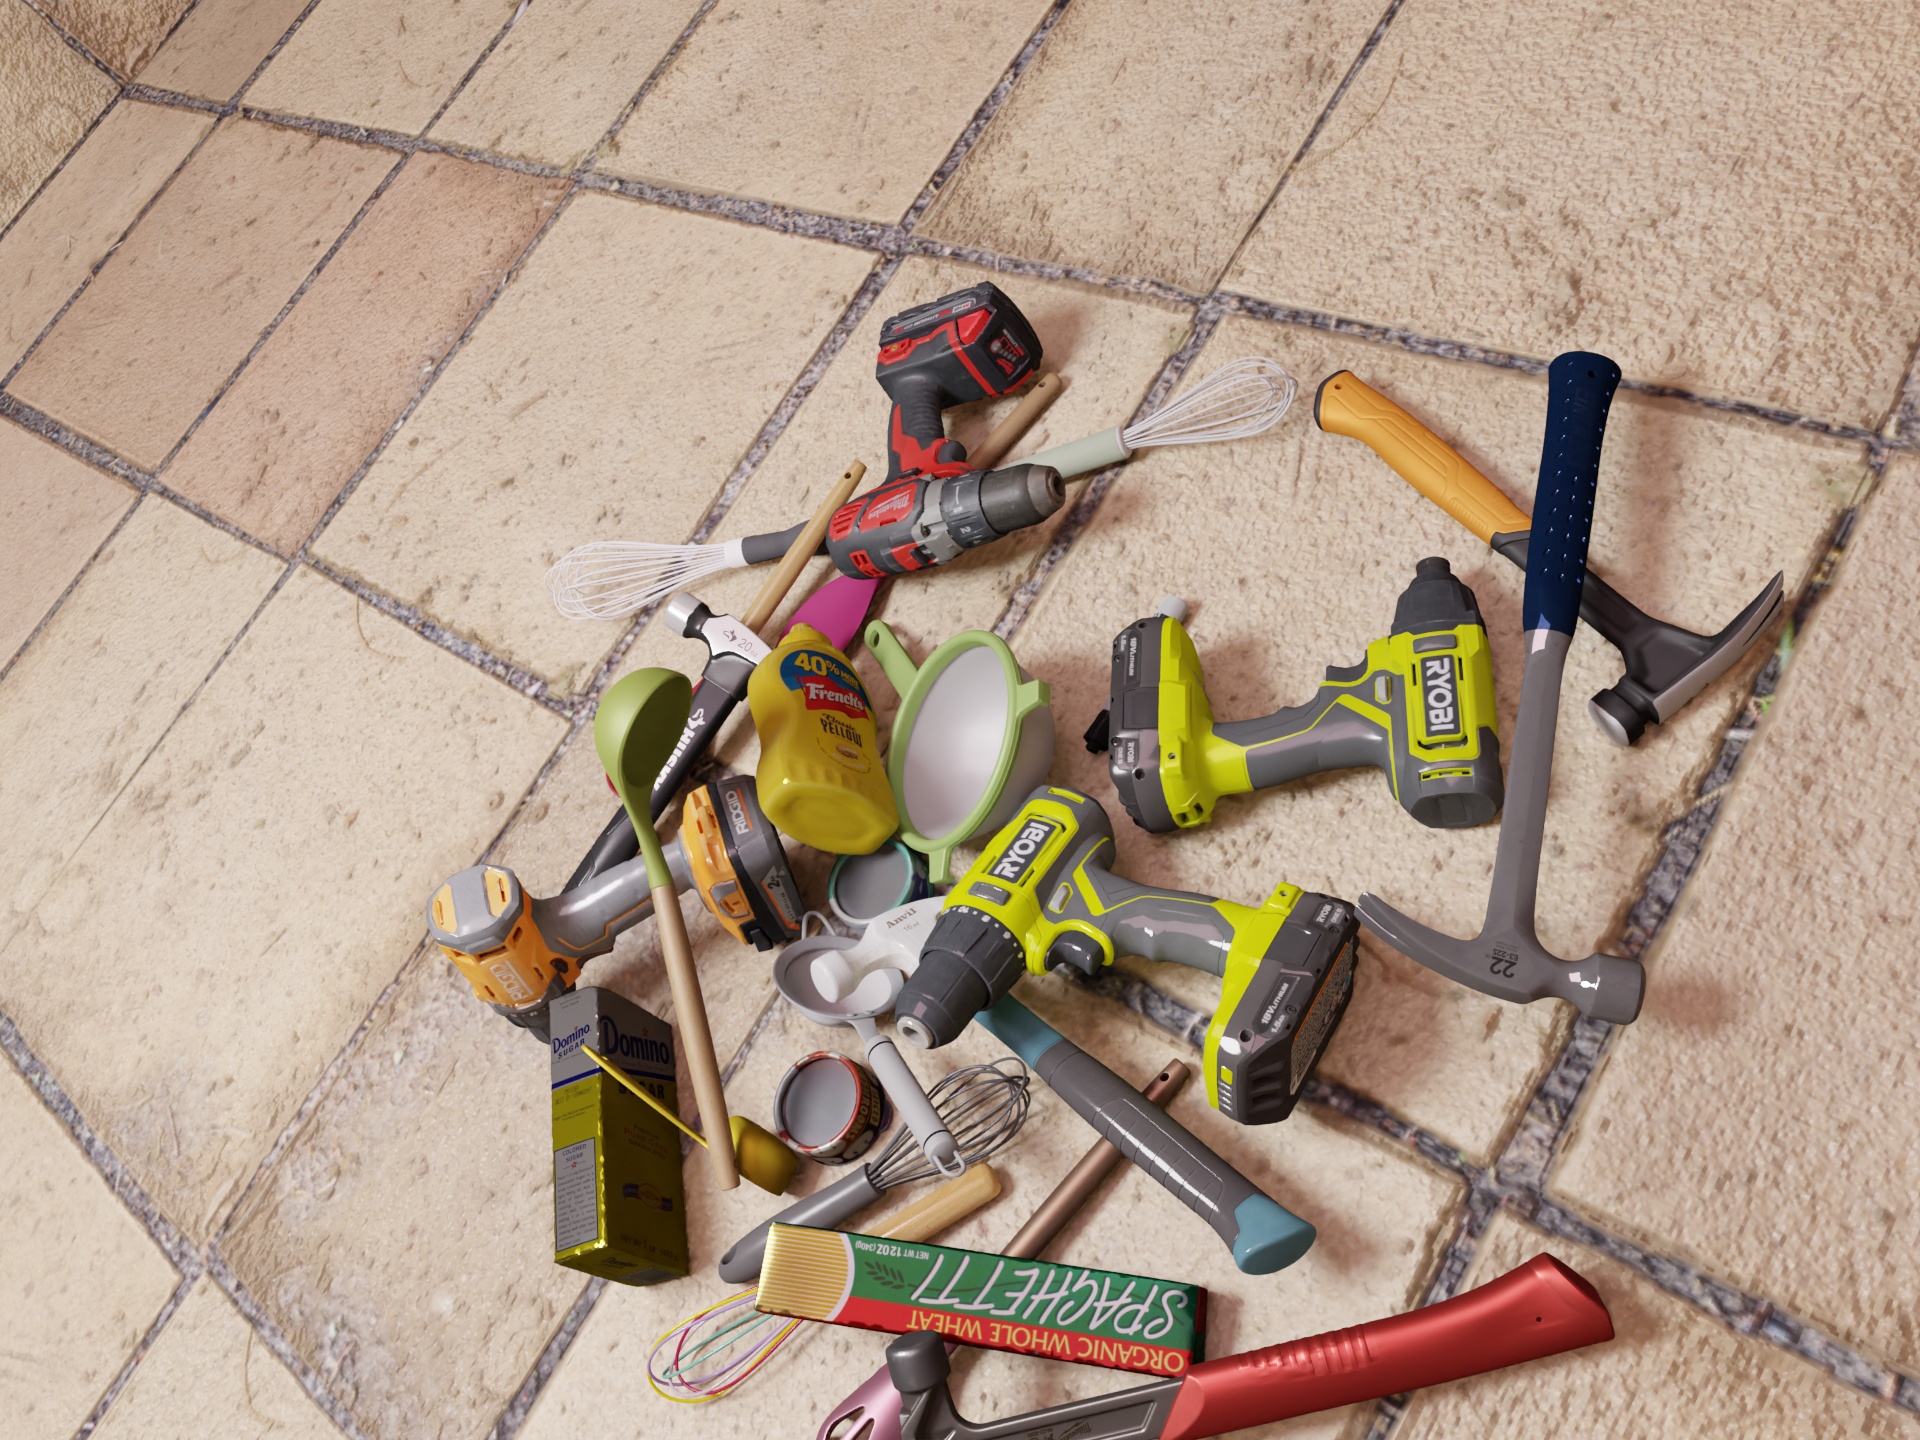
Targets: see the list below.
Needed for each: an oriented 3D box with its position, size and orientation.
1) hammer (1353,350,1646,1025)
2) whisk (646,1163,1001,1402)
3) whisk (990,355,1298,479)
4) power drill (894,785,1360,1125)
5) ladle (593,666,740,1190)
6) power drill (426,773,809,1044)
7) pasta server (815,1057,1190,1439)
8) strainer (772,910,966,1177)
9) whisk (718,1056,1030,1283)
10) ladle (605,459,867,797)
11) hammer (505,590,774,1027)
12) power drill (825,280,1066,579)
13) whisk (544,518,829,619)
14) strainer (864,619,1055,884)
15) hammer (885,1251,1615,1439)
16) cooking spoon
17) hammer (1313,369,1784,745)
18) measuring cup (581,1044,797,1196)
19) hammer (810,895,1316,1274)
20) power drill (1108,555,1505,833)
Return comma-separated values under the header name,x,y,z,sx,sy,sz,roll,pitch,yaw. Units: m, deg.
name,x,y,z,sx,sy,sz,roll,pitch,yaw
hammer,0.322,-0.039,0.890,0.144,0.035,0.406,12,65,10
whisk,-0.081,0.337,0.952,0.245,0.051,0.047,-32,73,3
whisk,0.125,-0.204,1.151,0.246,0.059,0.058,-15,73,26
power drill,0.091,0.138,0.902,0.229,0.080,0.191,17,46,28
ladle,-0.165,0.125,0.971,0.062,0.078,0.320,-15,84,13
power drill,-0.222,0.140,1.082,0.226,0.185,0.084,-20,52,-6
pasta server,0.026,0.319,0.910,0.316,0.040,0.060,-47,51,-8
strainer,-0.054,0.201,0.977,0.259,0.086,0.050,-136,49,-57
whisk,-0.054,0.277,0.966,0.239,0.055,0.055,-35,52,12
ladle,-0.166,-0.069,1.220,0.069,0.031,0.315,34,87,23
hammer,-0.237,0.078,1.170,0.146,0.035,0.335,32,86,16
power drill,0.002,-0.213,1.175,0.188,0.080,0.227,-11,53,33
whisk,-0.208,-0.130,1.281,0.284,0.070,0.070,-10,58,18
strainer,-0.002,-0.004,1.097,0.151,0.069,0.257,-63,31,16
hammer,0.146,0.347,0.801,0.359,0.036,0.149,-18,86,11
cooking spoon,-0.031,-0.147,1.218,0.319,0.017,0.069,-48,47,-3
hammer,0.342,-0.131,0.995,0.127,0.034,0.337,-40,51,3
measuring cup,-0.168,0.242,1.000,0.156,0.062,0.029,37,79,0
hammer,0.061,0.201,0.911,0.128,0.033,0.331,-28,44,-30
power drill,0.210,-0.013,0.974,0.223,0.080,0.171,-7,59,21
